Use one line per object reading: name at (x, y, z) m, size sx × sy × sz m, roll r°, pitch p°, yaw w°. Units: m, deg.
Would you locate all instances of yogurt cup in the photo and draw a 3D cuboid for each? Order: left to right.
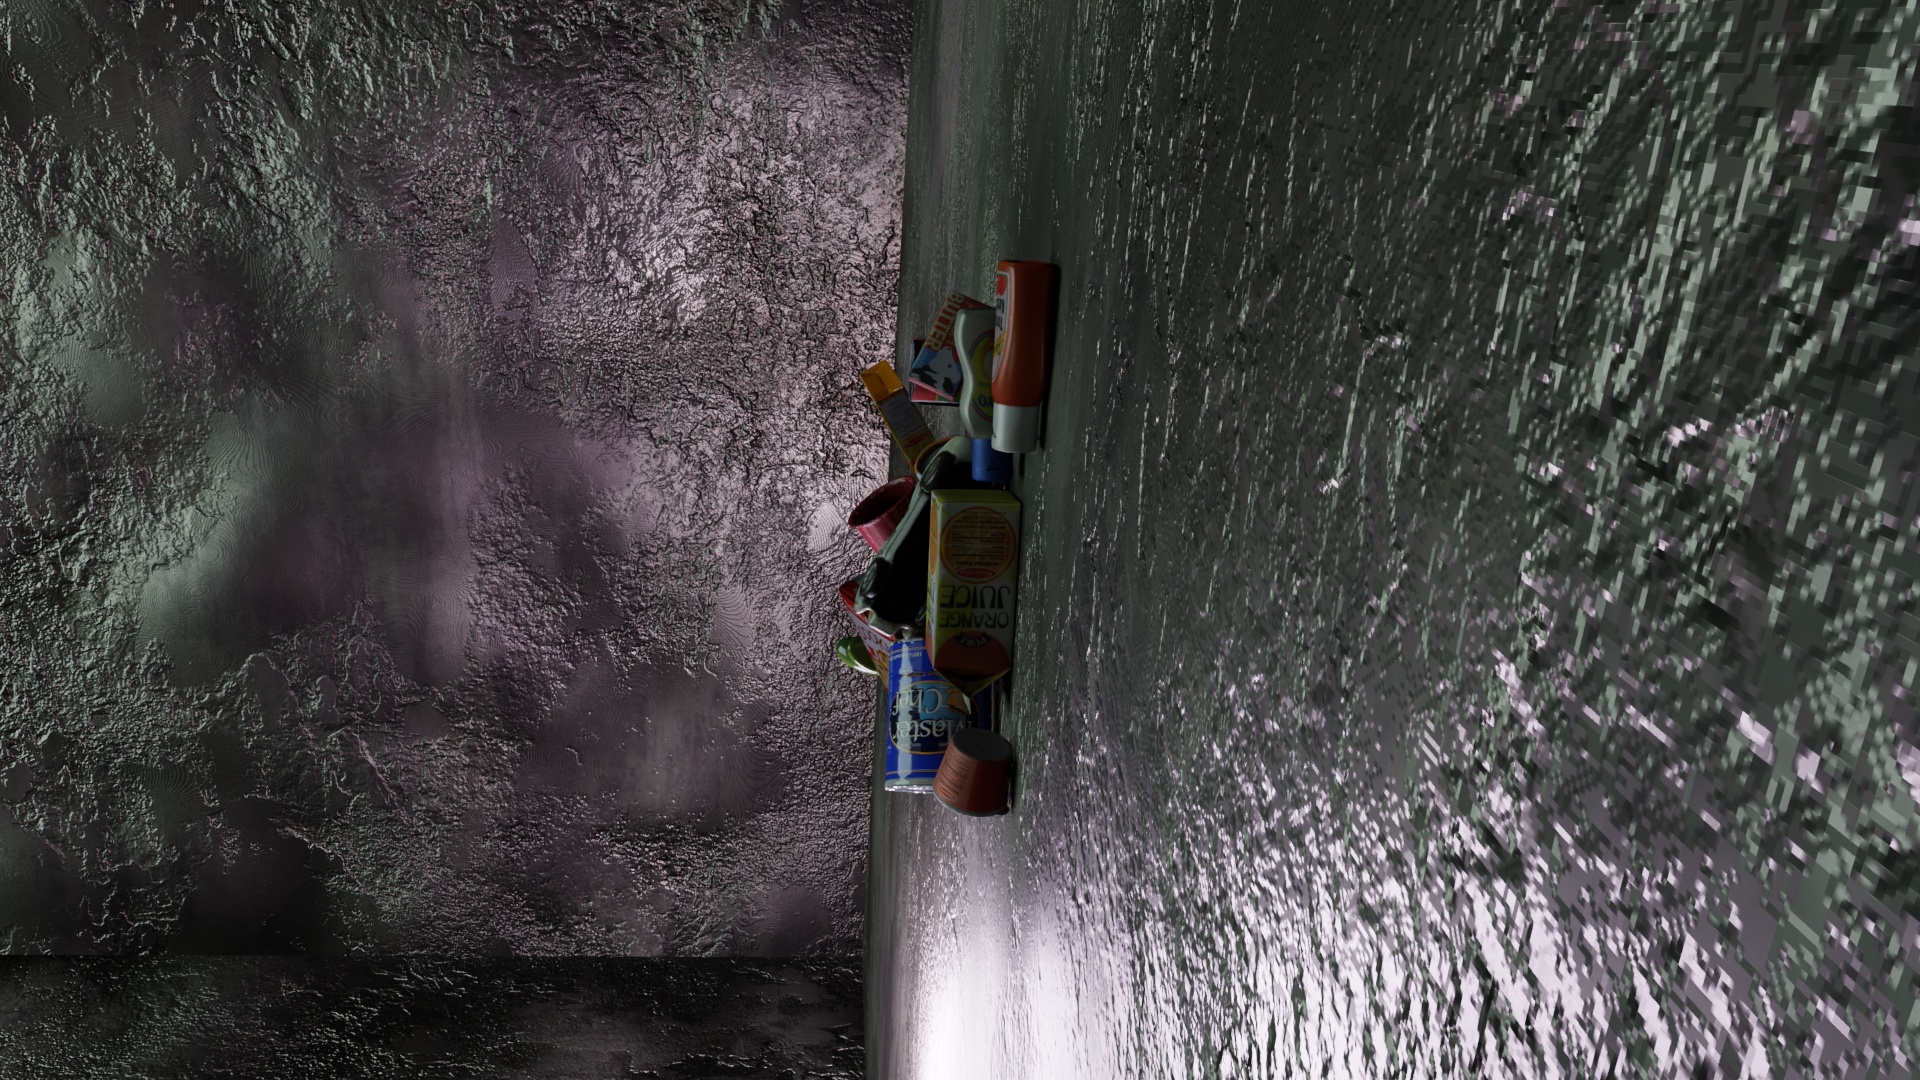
yogurt cup at (0.013, 0.199, 1.206) m, size 0.072 × 0.072 × 0.053 m, roll -102°, pitch 23°, yaw -66°

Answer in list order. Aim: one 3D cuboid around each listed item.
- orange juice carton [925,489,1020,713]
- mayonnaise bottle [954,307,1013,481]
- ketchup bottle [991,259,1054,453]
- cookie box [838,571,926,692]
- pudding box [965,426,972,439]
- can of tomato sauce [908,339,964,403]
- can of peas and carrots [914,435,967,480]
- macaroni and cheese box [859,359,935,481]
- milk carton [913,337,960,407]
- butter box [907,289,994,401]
orange juice carton at (0.009, 0.053, 1.245) m, size 0.072 × 0.073 × 0.192 m, roll -125°, pitch 37°, yaw -77°
mayonnaise bottle at (0.028, -0.126, 1.201) m, size 0.041 × 0.065 × 0.147 m, roll -128°, pitch 36°, yaw -75°
ketchup bottle at (0.047, -0.145, 1.093) m, size 0.065 × 0.043 × 0.148 m, roll -112°, pitch 24°, yaw -75°
cookie box at (-0.058, 0.125, 1.471) m, size 0.123 × 0.040 × 0.166 m, roll 28°, pitch 147°, yaw 54°
pudding box at (0.022, -0.129, 1.392) m, size 0.049 × 0.030 × 0.084 m, roll 111°, pitch 160°, yaw -69°
can of tomato sauce at (-0.011, -0.179, 1.467) m, size 0.071 × 0.083 × 0.071 m, roll -175°, pitch 87°, yaw -84°
can of peas and carrots at (-0.004, -0.063, 1.361) m, size 0.071 × 0.071 × 0.058 m, roll -95°, pitch -17°, yaw -47°
macaroni and cheese box at (-0.053, -0.116, 1.599) m, size 0.166 × 0.040 × 0.124 m, roll 60°, pitch 180°, yaw -25°
milk carton at (-0.018, -0.195, 1.598) m, size 0.191 × 0.072 × 0.073 m, roll -126°, pitch 39°, yaw -79°
butter box at (-0.008, -0.200, 1.416) m, size 0.103 × 0.053 × 0.024 m, roll -64°, pitch -4°, yaw -2°
